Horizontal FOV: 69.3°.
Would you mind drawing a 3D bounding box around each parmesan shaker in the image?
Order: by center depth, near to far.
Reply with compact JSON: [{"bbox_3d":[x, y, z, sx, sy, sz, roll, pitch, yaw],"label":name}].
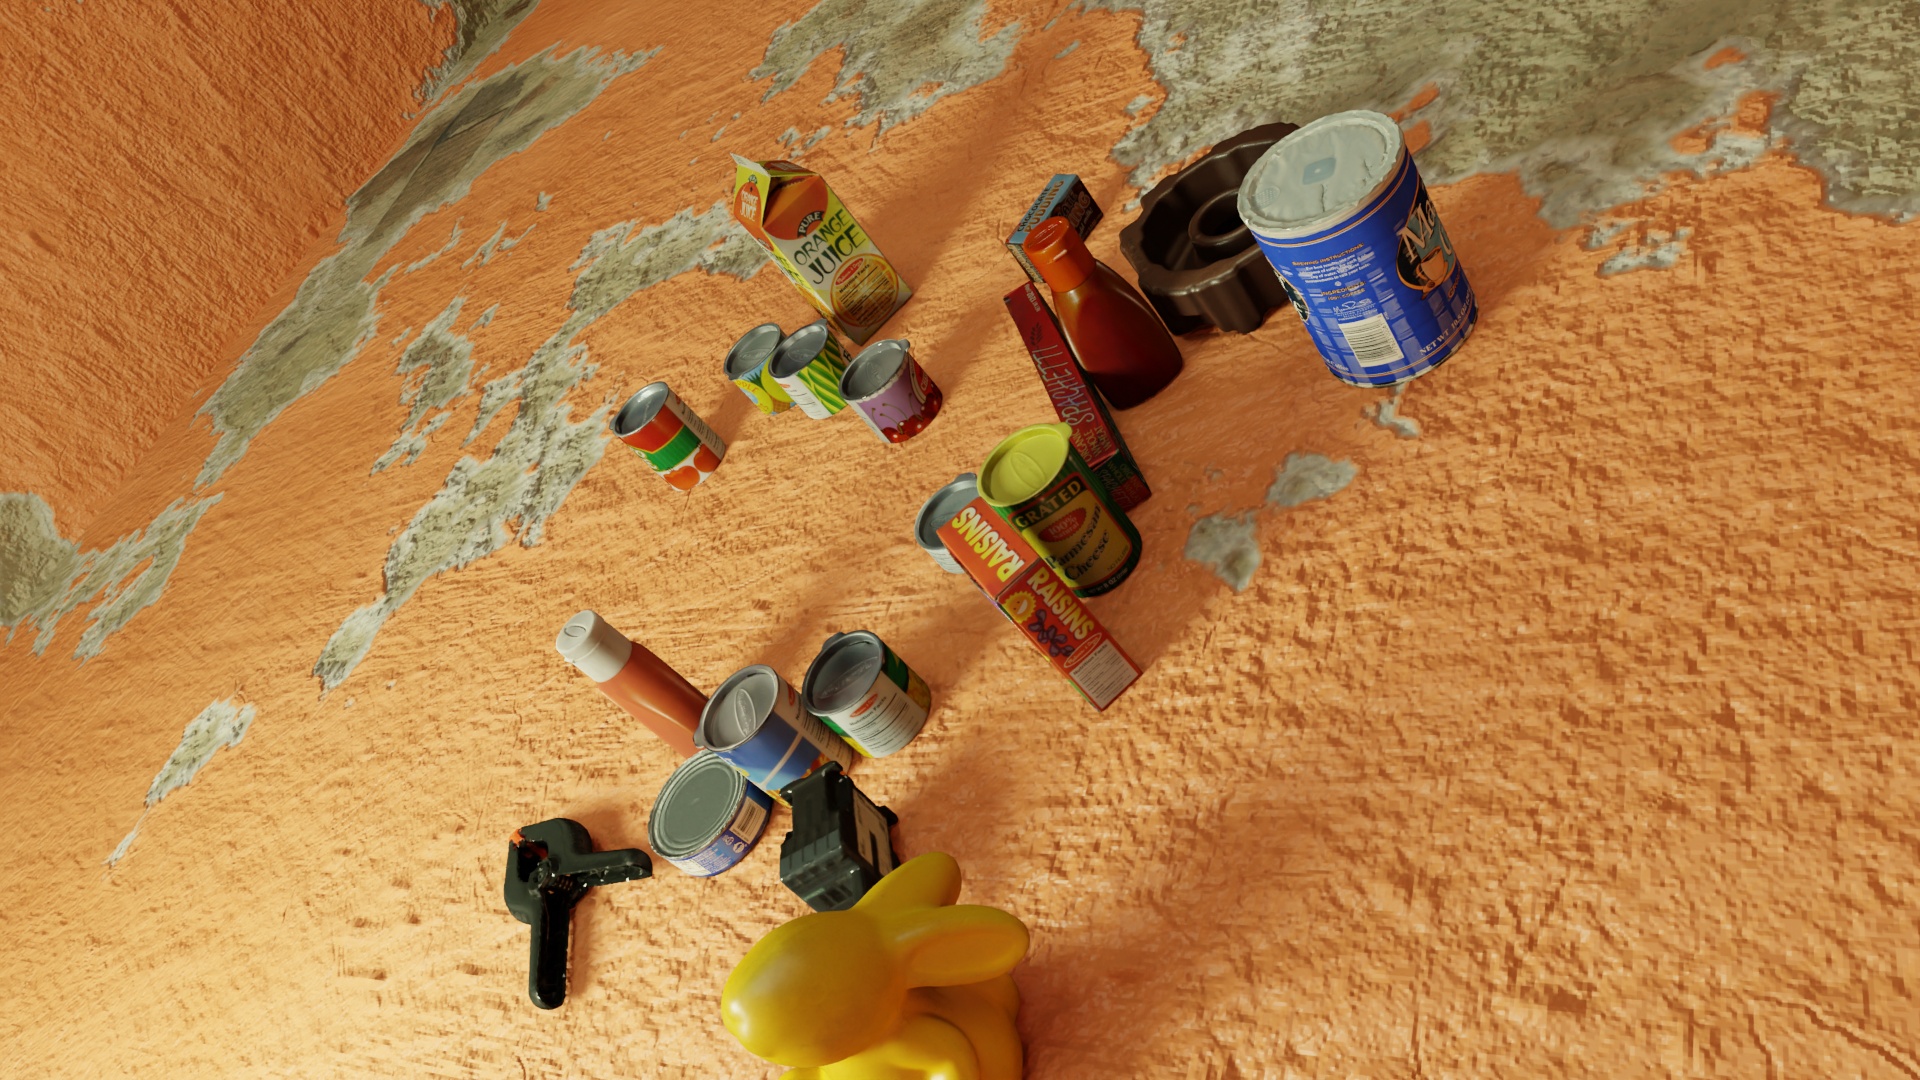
[{"bbox_3d":[0.068,-0.019,0.893,0.071,0.103,0.072,-24,40,22],"label":"parmesan shaker"}]

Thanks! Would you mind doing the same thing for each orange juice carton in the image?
[{"bbox_3d":[-0.135,-0.273,1.253,0.073,0.192,0.072,-46,37,-5],"label":"orange juice carton"}]

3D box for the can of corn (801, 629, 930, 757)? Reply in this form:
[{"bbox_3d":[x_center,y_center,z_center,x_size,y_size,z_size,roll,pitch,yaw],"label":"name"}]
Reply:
[{"bbox_3d":[-0.063,0.101,0.926,0.071,0.058,0.071,-24,40,22],"label":"can of corn"}]

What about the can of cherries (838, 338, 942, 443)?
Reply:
[{"bbox_3d":[-0.055,-0.124,1.145,0.071,0.058,0.072,-24,40,22],"label":"can of cherries"}]

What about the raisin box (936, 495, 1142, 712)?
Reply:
[{"bbox_3d":[0.047,0.038,0.837,0.040,0.123,0.086,-42,37,1],"label":"raisin box"}]

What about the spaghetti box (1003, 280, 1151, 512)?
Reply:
[{"bbox_3d":[0.081,-0.111,1.017,0.028,0.050,0.251,-33,38,12],"label":"spaghetti box"}]

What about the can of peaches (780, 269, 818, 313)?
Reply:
[{"bbox_3d":[-0.132,-0.261,1.351,0.071,0.058,0.071,-24,40,22],"label":"can of peaches"}]

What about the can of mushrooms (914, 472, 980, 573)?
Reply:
[{"bbox_3d":[0.004,-0.013,1.002,0.071,0.033,0.071,-24,40,22],"label":"can of mushrooms"}]

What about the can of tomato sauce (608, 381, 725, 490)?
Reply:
[{"bbox_3d":[-0.271,-0.095,1.288,0.071,0.083,0.071,-24,40,22],"label":"can of tomato sauce"}]

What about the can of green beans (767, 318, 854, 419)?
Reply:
[{"bbox_3d":[-0.128,-0.151,1.237,0.071,0.057,0.071,-24,40,22],"label":"can of green beans"}]

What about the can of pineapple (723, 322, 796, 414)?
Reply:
[{"bbox_3d":[-0.178,-0.157,1.288,0.071,0.057,0.071,-24,40,22],"label":"can of pineapple"}]

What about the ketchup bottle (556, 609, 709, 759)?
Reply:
[{"bbox_3d":[-0.223,0.106,0.989,0.064,0.148,0.044,5,57,45],"label":"ketchup bottle"}]

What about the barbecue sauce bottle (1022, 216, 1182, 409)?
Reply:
[{"bbox_3d":[0.096,-0.161,0.971,0.065,0.148,0.044,-35,37,10],"label":"barbecue sauce bottle"}]

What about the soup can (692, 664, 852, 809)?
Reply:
[{"bbox_3d":[-0.124,0.134,0.927,0.071,0.083,0.072,-24,40,22],"label":"soup can"}]

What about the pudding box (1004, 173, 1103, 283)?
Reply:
[{"bbox_3d":[0.079,-0.264,1.173,0.030,0.049,0.084,15,64,49],"label":"pudding box"}]
